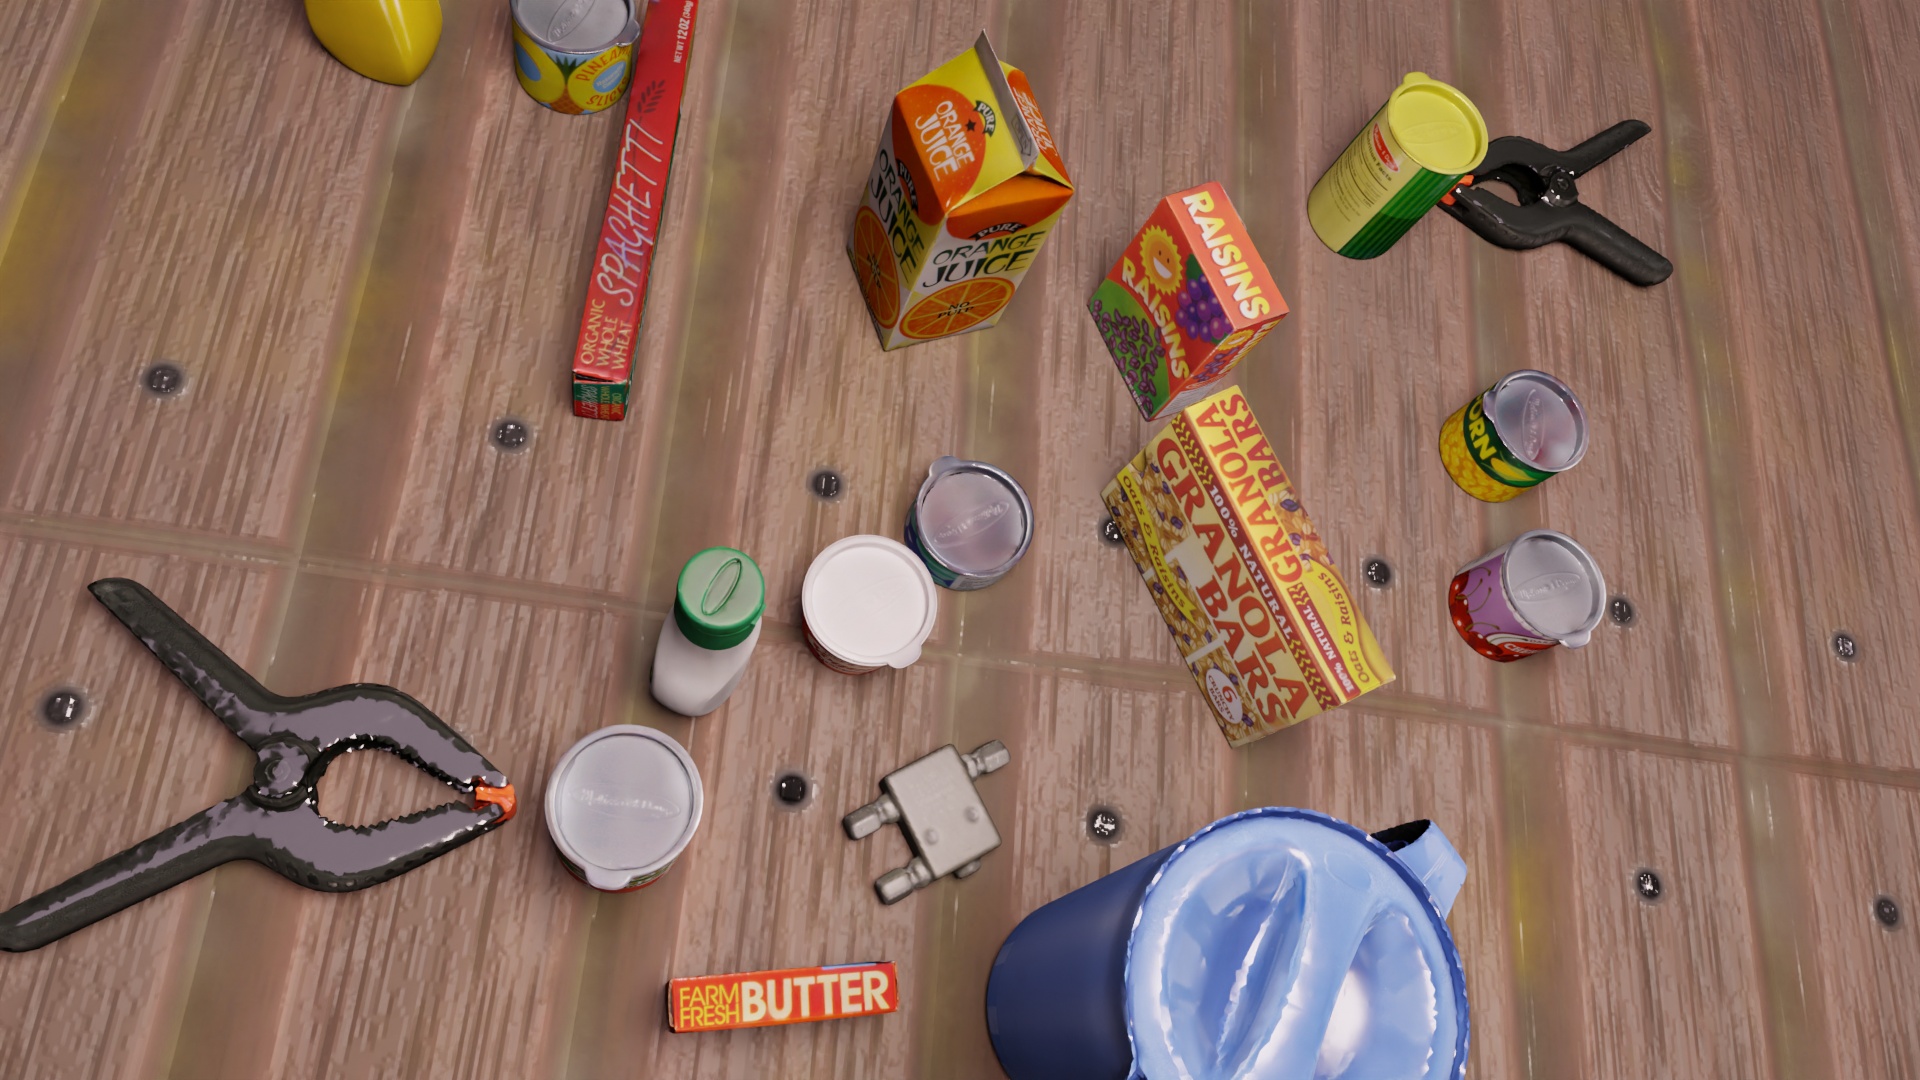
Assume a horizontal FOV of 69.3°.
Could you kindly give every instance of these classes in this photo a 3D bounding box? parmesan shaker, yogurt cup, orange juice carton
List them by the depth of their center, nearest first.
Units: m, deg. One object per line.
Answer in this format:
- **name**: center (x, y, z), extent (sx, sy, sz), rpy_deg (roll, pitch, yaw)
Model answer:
- **yogurt cup**: center (-0.051, 0.037, 0.712), extent (0.072, 0.053, 0.072), rpy_deg (5, 70, -13)
- **orange juice carton**: center (0.000, -0.178, 0.727), extent (0.073, 0.192, 0.072), rpy_deg (-16, 76, -19)
- **parmesan shaker**: center (0.269, -0.231, 0.867), extent (0.071, 0.102, 0.071), rpy_deg (5, 70, -13)

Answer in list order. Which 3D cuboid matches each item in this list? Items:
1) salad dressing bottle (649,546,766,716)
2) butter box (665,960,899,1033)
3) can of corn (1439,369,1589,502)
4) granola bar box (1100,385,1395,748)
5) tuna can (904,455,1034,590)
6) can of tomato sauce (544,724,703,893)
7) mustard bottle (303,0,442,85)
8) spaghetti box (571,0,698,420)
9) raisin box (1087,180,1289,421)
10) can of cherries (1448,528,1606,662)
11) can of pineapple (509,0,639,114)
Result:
- **salad dressing bottle**: center (-0.116, 0.042, 0.642), extent (0.044, 0.147, 0.064), rpy_deg (30, 67, -3)
- **butter box**: center (-0.084, 0.211, 0.642), extent (0.104, 0.053, 0.024), rpy_deg (0, 72, -15)
- **can of corn**: center (0.335, -0.064, 0.850), extent (0.071, 0.058, 0.071), rpy_deg (5, 70, -13)
- **granola bar box**: center (0.145, 0.019, 0.733), extent (0.039, 0.123, 0.166), rpy_deg (-22, 78, -21)
- **tuna can**: center (0.003, -0.009, 0.755), extent (0.071, 0.032, 0.071), rpy_deg (5, 70, -13)
- **can of tomato sauce**: center (-0.155, 0.127, 0.636), extent (0.071, 0.082, 0.071), rpy_deg (5, 70, -13)
- **mustard bottle**: center (-0.304, -0.299, 0.706), extent (0.065, 0.159, 0.049), rpy_deg (22, 67, -7)
- **spaghetti box**: center (-0.177, -0.186, 0.760), extent (0.029, 0.050, 0.251), rpy_deg (10, 69, -12)
- **raisin box**: center (0.125, -0.131, 0.782), extent (0.040, 0.123, 0.086), rpy_deg (-20, 78, -20)
- **can of cherries**: center (0.331, 0.036, 0.813), extent (0.071, 0.058, 0.071), rpy_deg (5, 70, -13)
- **can of pineapple**: center (-0.216, -0.281, 0.779), extent (0.071, 0.057, 0.071), rpy_deg (5, 70, -13)
